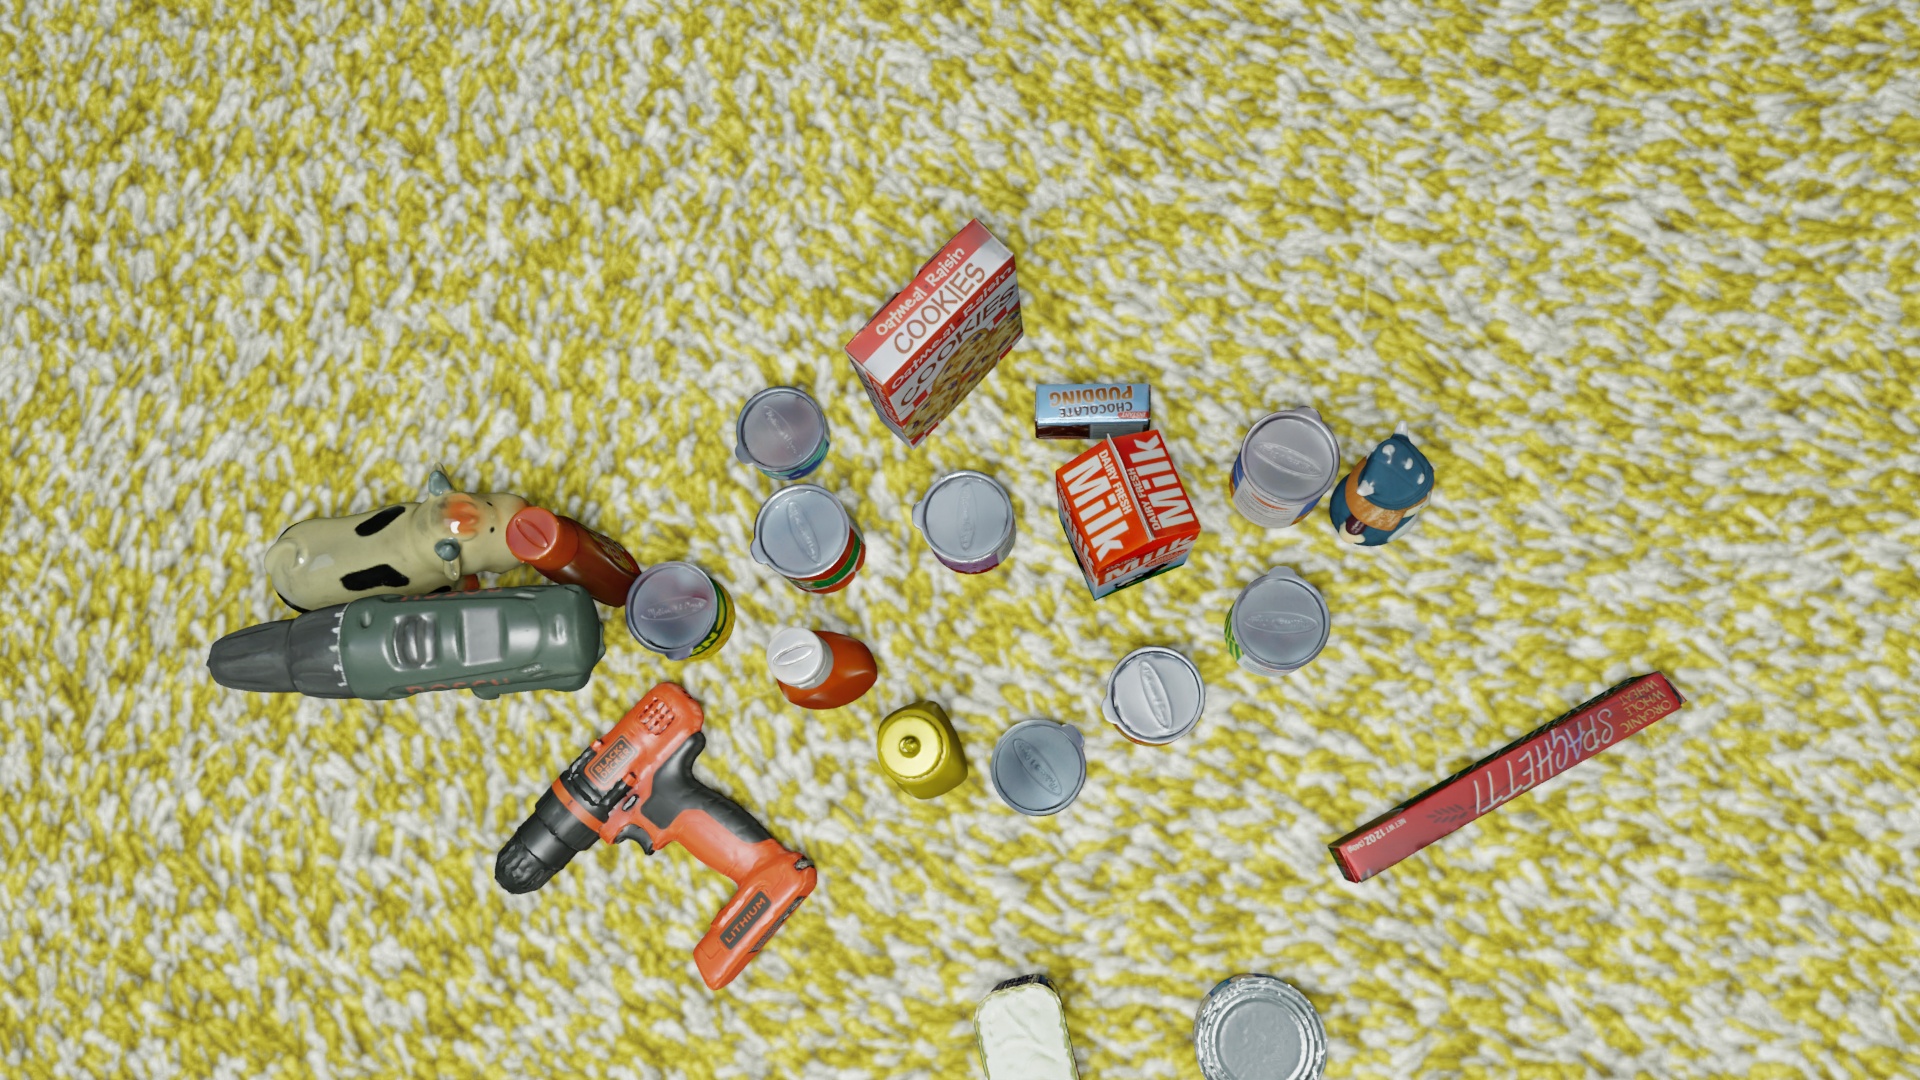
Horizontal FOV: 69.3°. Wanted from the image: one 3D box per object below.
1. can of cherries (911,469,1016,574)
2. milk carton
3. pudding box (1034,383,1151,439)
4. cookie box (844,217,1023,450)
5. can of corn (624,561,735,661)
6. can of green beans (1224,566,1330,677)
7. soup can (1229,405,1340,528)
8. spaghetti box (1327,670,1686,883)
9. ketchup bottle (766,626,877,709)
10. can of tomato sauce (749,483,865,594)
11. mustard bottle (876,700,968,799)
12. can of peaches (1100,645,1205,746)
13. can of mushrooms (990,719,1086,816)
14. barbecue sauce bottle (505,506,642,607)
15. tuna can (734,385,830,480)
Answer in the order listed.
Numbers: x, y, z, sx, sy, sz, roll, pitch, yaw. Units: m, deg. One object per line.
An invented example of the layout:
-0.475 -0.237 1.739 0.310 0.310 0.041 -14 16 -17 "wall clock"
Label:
0.004 -0.012 0.997 0.071 0.058 0.071 -1 79 5 "can of cherries"
0.109 -0.017 0.921 0.073 0.190 0.072 -22 78 0 "milk carton"
0.096 -0.093 1.010 0.084 0.049 0.030 0 79 5 "pudding box"
-0.014 -0.139 0.968 0.040 0.167 0.123 43 85 11 "cookie box"
-0.200 0.055 1.000 0.071 0.058 0.071 -1 79 5 "can of corn"
0.219 0.060 0.964 0.071 0.057 0.071 -1 79 5 "can of green beans"
0.226 -0.050 0.973 0.071 0.083 0.071 -1 79 5 "soup can"
0.365 0.159 0.936 0.250 0.050 0.029 -28 78 -1 "spaghetti box"
-0.097 0.086 0.939 0.065 0.148 0.043 -22 78 1 "ketchup bottle"
-0.107 0.002 0.991 0.071 0.083 0.071 -1 79 5 "can of tomato sauce"
-0.028 0.137 0.917 0.049 0.160 0.065 -25 78 0 "mustard bottle"
0.131 0.109 0.961 0.071 0.058 0.071 -1 79 5 "can of peaches"
0.057 0.157 0.970 0.071 0.033 0.071 -1 79 5 "can of mushrooms"
-0.271 0.009 0.969 0.065 0.148 0.044 41 85 11 "barbecue sauce bottle"
-0.133 -0.078 1.035 0.071 0.033 0.071 -1 79 5 "tuna can"
